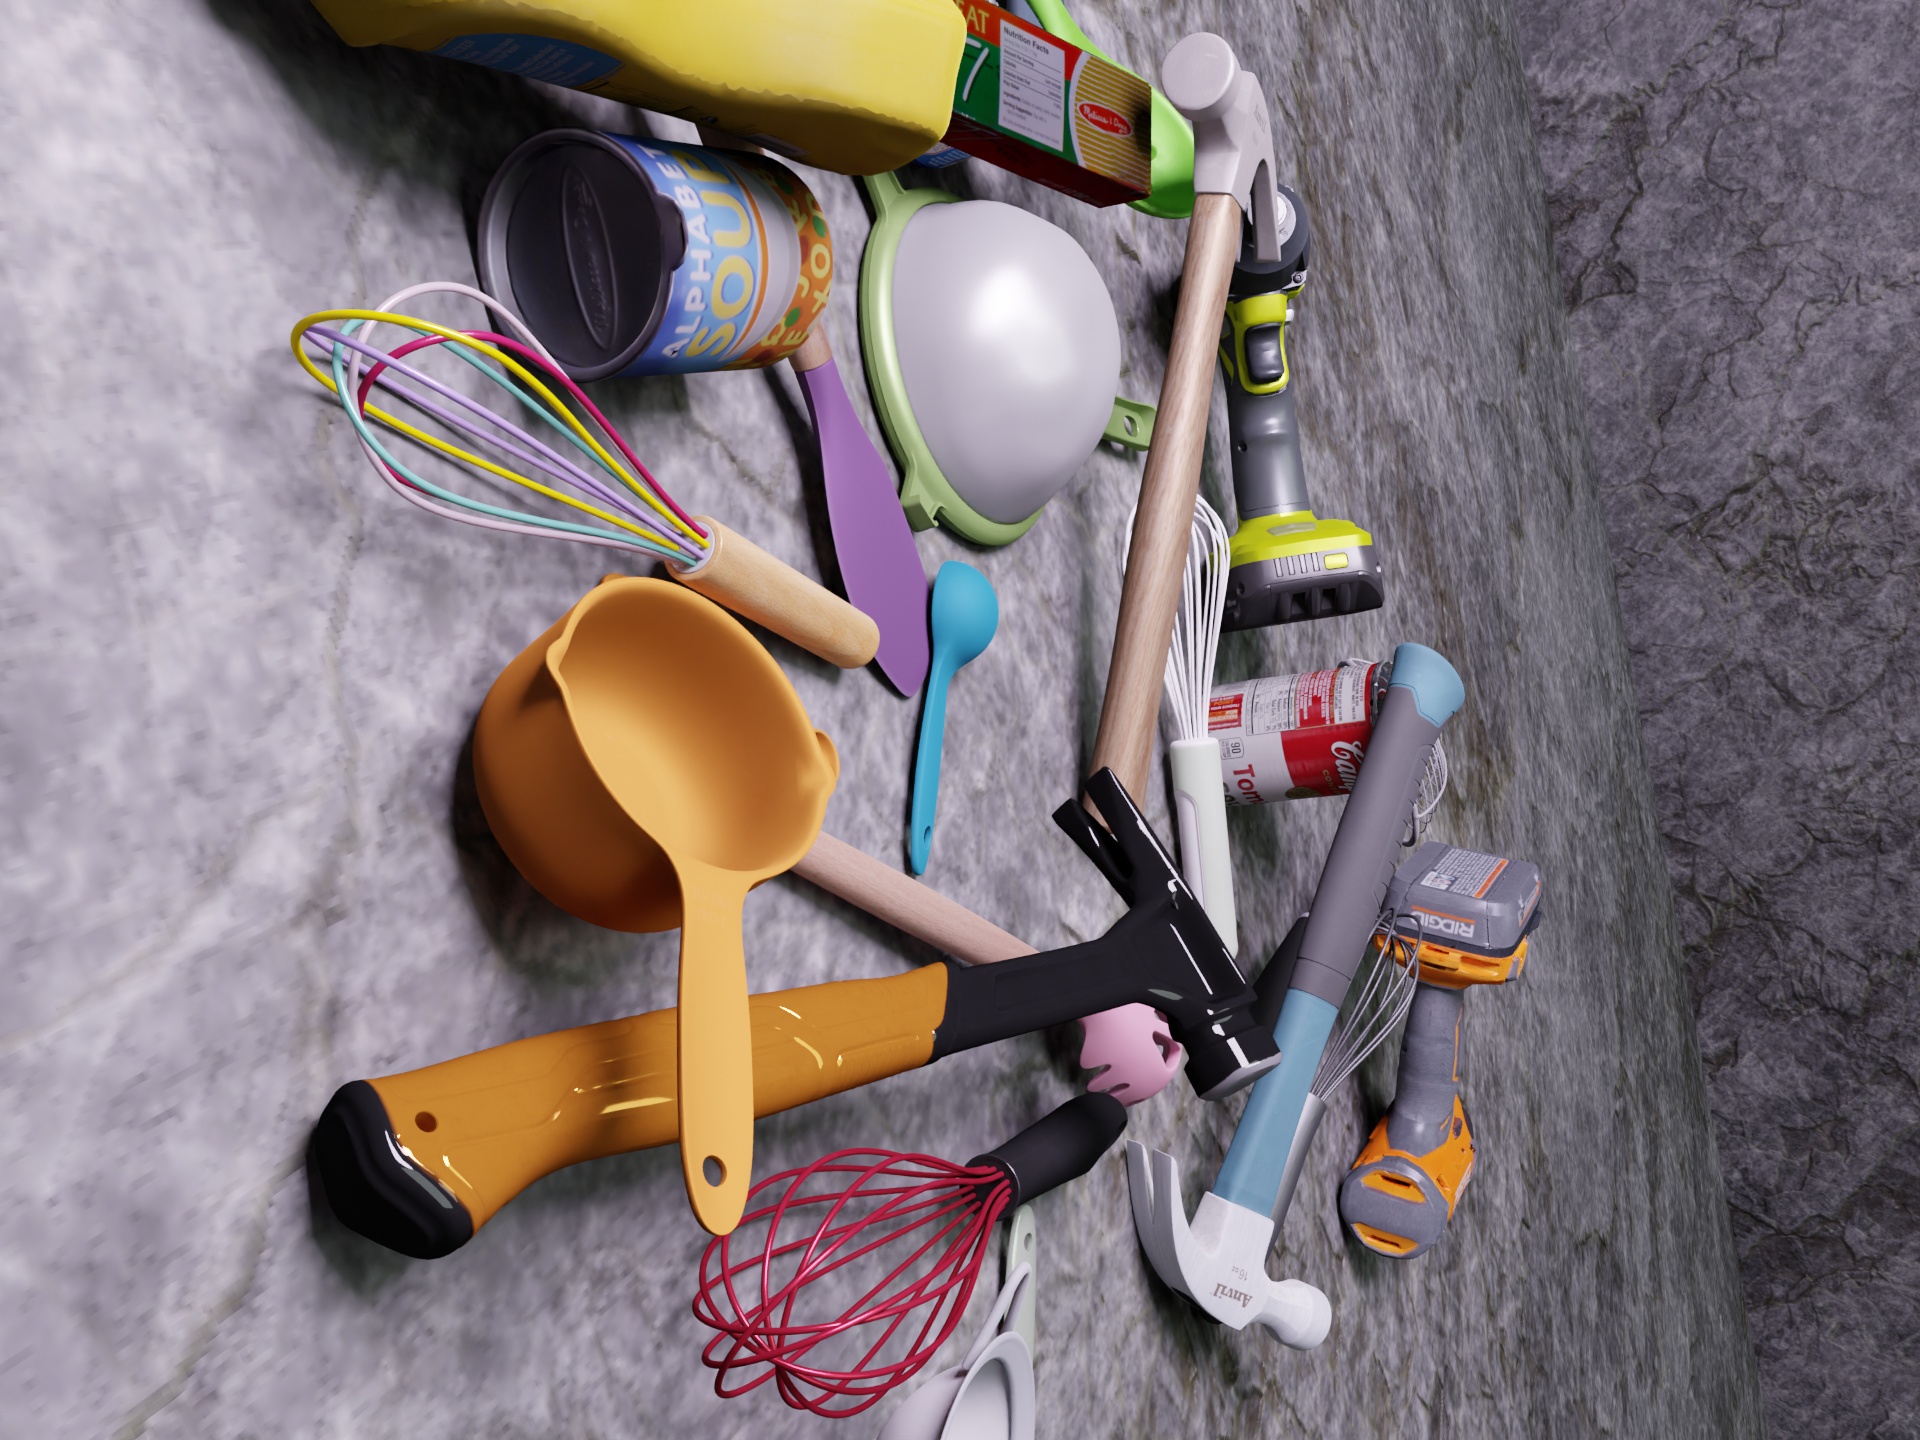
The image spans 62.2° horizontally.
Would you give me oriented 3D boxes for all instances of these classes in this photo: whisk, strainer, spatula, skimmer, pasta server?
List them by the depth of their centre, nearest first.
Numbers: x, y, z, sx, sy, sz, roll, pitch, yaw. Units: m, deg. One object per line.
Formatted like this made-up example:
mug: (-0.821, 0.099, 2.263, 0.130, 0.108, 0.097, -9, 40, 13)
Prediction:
strainer: (-0.002, 0.284, 0.441, 0.086, 0.050, 0.258, 21, 67, -66)
whisk: (-0.087, -0.056, 0.457, 0.244, 0.047, 0.051, 30, 31, -59)
spatula: (-0.059, -0.142, 0.532, 0.060, 0.018, 0.315, -62, 141, -48)
whisk: (0.002, 0.165, 0.544, 0.295, 0.073, 0.073, 4, 79, -65)
pasta server: (0.008, 0.090, 0.608, 0.315, 0.040, 0.060, 35, 53, -47)
strainer: (0.054, -0.152, 0.700, 0.256, 0.069, 0.151, 0, 83, -58)
whisk: (0.176, 0.193, 0.801, 0.239, 0.055, 0.055, -58, 134, -25)
whisk: (0.116, 0.004, 0.802, 0.059, 0.058, 0.246, -6, 91, -26)
skimmer: (0.204, 0.086, 0.941, 0.363, 0.090, 0.127, -44, 124, -43)

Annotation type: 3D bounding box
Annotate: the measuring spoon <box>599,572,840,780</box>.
measuring spoon: (-0.076, -0.011, 0.504, 0.116, 0.011, 0.021, 43, 36, -43)

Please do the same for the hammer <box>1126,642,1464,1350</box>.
hammer: (0.172, 0.119, 0.753, 0.128, 0.033, 0.331, 29, 76, -27)

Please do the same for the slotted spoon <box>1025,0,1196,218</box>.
slotted spoon: (0.013, -0.345, 0.678, 0.313, 0.031, 0.070, 50, 53, -26)

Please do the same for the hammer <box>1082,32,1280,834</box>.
hammer: (0.095, -0.114, 0.705, 0.130, 0.031, 0.331, -3, 103, -67)

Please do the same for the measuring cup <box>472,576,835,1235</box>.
measuring cup: (-0.079, 0.047, 0.398, 0.095, 0.052, 0.174, 26, 44, -42)

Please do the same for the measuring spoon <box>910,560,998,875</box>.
measuring spoon: (-0.001, -0.002, 0.609, 0.042, 0.021, 0.129, 57, 37, -63)

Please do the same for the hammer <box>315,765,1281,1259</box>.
hammer: (-0.028, 0.084, 0.475, 0.336, 0.034, 0.127, -3, 57, -48)

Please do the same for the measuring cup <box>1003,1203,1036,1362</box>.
measuring cup: (0.036, 0.268, 0.592, 0.083, 0.038, 0.168, 19, 69, -57)

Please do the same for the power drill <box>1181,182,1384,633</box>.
power drill: (0.163, -0.163, 0.843, 0.171, 0.080, 0.223, -22, 103, -87)

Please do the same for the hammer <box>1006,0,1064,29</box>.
hammer: (0.031, -0.463, 0.776, 0.143, 0.038, 0.386, 4, 79, -61)

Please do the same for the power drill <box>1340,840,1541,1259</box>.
power drill: (0.296, 0.196, 0.982, 0.164, 0.084, 0.226, -18, 116, -60)
